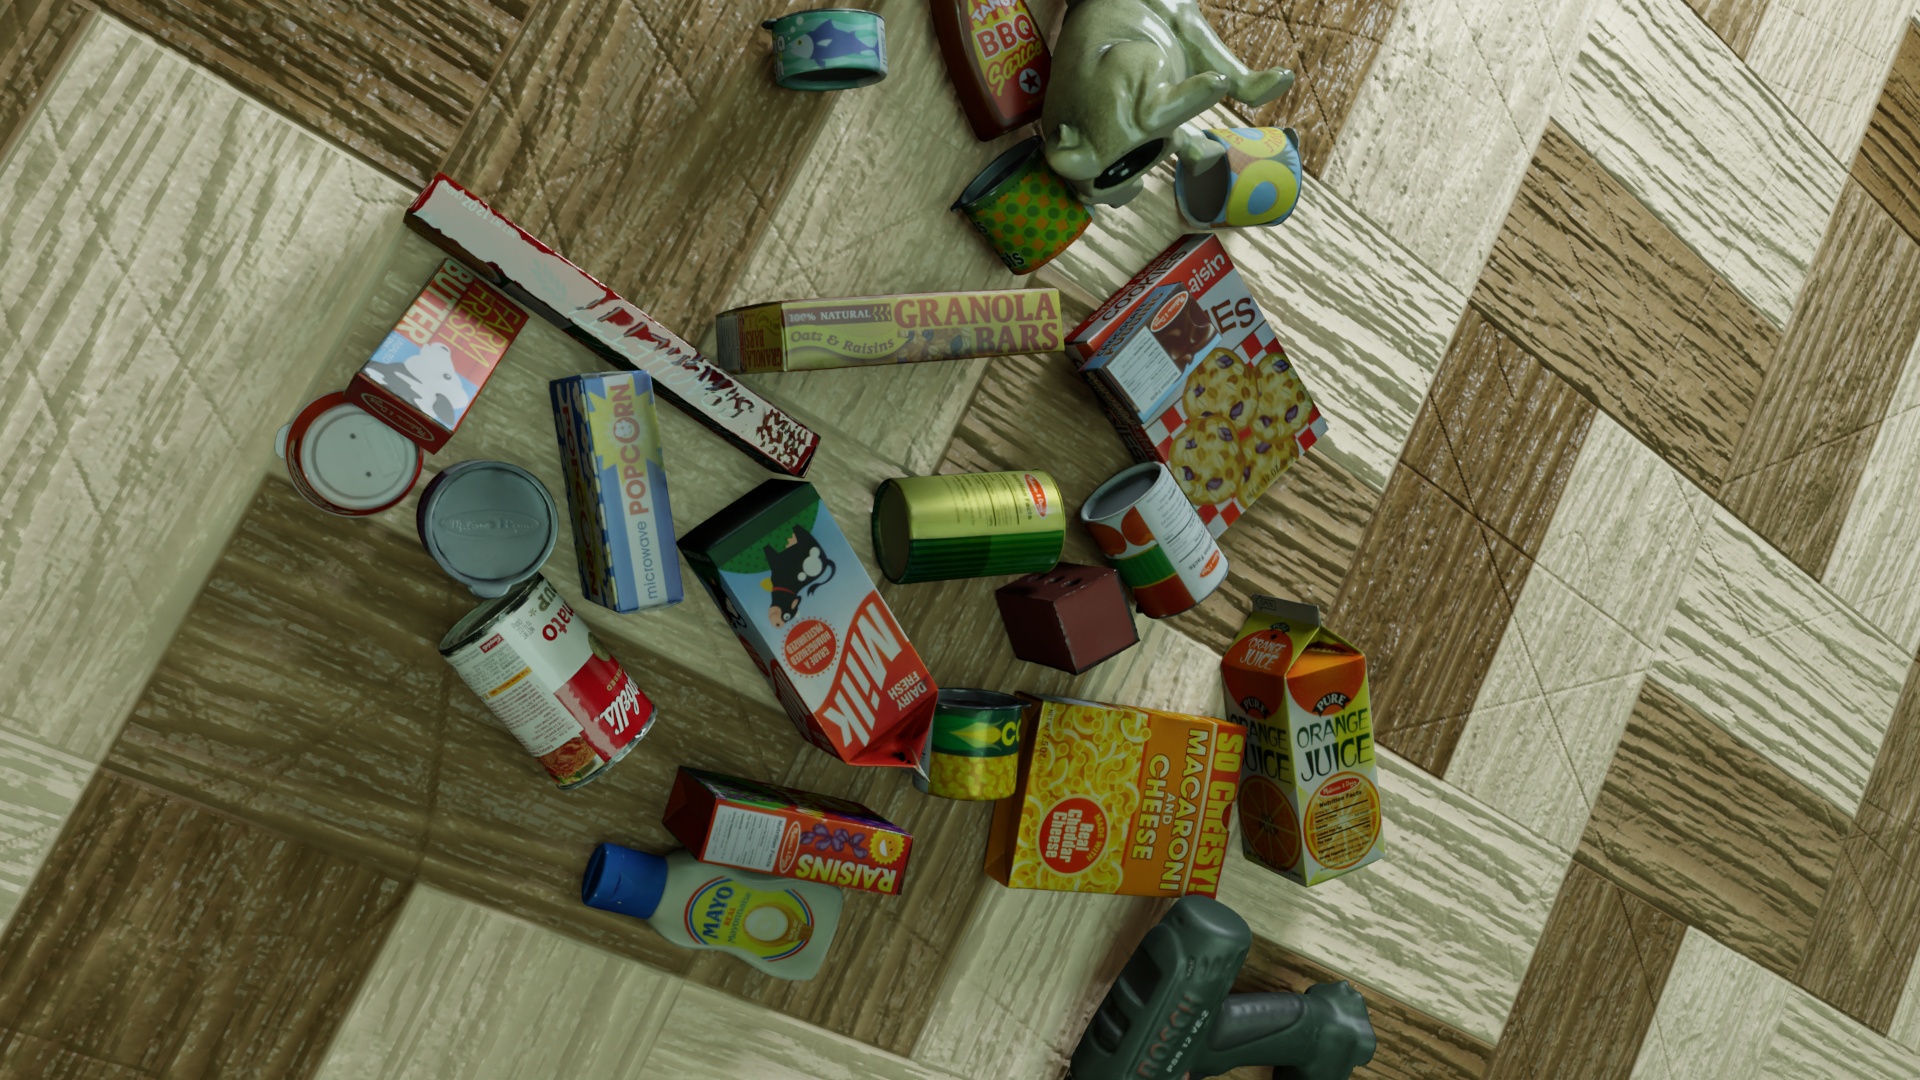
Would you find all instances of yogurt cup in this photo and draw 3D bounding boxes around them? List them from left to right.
[{"bbox_3d":[-0.309,-0.044,0.711,0.072,0.054,0.072,-2,95,-26],"label":"yogurt cup"}]

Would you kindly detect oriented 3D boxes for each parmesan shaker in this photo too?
[{"bbox_3d":[0.003,-0.011,0.858,0.103,0.071,0.071,-4,96,-24],"label":"parmesan shaker"}]

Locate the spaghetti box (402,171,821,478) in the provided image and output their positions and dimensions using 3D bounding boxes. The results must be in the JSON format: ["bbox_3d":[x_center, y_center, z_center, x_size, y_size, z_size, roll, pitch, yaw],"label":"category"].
[{"bbox_3d":[-0.187,-0.113,0.767,0.250,0.050,0.029,35,80,-24],"label":"spaghetti box"}]

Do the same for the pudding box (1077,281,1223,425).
[{"bbox_3d":[0.121,-0.117,0.878,0.084,0.030,0.049,-47,110,-14],"label":"pudding box"}]

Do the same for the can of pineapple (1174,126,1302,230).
[{"bbox_3d":[0.184,-0.243,0.924,0.058,0.071,0.071,-9,98,-24],"label":"can of pineapple"}]

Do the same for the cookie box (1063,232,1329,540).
[{"bbox_3d":[0.160,-0.104,0.939,0.123,0.040,0.167,-42,111,-16],"label":"cookie box"}]

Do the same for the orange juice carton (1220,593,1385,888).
[{"bbox_3d":[0.238,0.134,0.974,0.073,0.072,0.192,-12,99,-24],"label":"orange juice carton"}]

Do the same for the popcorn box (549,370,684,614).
[{"bbox_3d":[-0.187,-0.027,0.753,0.038,0.085,0.126,-11,98,-25],"label":"popcorn box"}]

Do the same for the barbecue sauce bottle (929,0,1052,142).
[{"bbox_3d":[0.010,-0.324,0.849,0.065,0.043,0.148,-32,106,-26],"label":"barbecue sauce bottle"}]

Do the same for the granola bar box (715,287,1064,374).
[{"bbox_3d":[-0.043,-0.120,0.793,0.166,0.124,0.039,-8,99,-25],"label":"granola bar box"}]

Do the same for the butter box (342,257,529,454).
[{"bbox_3d":[-0.267,-0.097,0.713,0.053,0.024,0.104,37,40,-22],"label":"butter box"}]

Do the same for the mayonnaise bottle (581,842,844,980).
[{"bbox_3d":[-0.145,0.213,0.814,0.148,0.041,0.065,22,86,-26],"label":"mayonnaise bottle"}]

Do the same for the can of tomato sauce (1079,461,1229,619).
[{"bbox_3d":[0.126,0.000,0.916,0.071,0.071,0.083,-42,109,-17],"label":"can of tomato sauce"}]

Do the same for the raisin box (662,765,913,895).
[{"bbox_3d":[-0.101,0.169,0.808,0.123,0.086,0.040,17,85,-26],"label":"raisin box"}]

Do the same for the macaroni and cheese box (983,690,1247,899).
[{"bbox_3d":[0.107,0.174,0.932,0.166,0.040,0.123,10,90,-26],"label":"macaroni and cheese box"}]

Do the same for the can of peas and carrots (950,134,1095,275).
[{"bbox_3d":[0.039,-0.205,0.860,0.071,0.071,0.058,-48,112,-15],"label":"can of peas and carrots"}]

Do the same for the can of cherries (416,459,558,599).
[{"bbox_3d":[-0.253,-0.007,0.738,0.071,0.058,0.071,-2,95,-26],"label":"can of cherries"}]

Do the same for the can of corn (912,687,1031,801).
[{"bbox_3d":[0.007,0.126,0.865,0.071,0.071,0.058,3,94,-26],"label":"can of corn"}]

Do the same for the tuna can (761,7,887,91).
[{"bbox_3d":[-0.078,-0.281,0.798,0.071,0.071,0.032,-7,98,-25],"label":"tuna can"}]

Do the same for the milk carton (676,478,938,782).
[{"bbox_3d":[-0.079,0.062,0.818,0.074,0.072,0.190,-36,108,-19],"label":"milk carton"}]
